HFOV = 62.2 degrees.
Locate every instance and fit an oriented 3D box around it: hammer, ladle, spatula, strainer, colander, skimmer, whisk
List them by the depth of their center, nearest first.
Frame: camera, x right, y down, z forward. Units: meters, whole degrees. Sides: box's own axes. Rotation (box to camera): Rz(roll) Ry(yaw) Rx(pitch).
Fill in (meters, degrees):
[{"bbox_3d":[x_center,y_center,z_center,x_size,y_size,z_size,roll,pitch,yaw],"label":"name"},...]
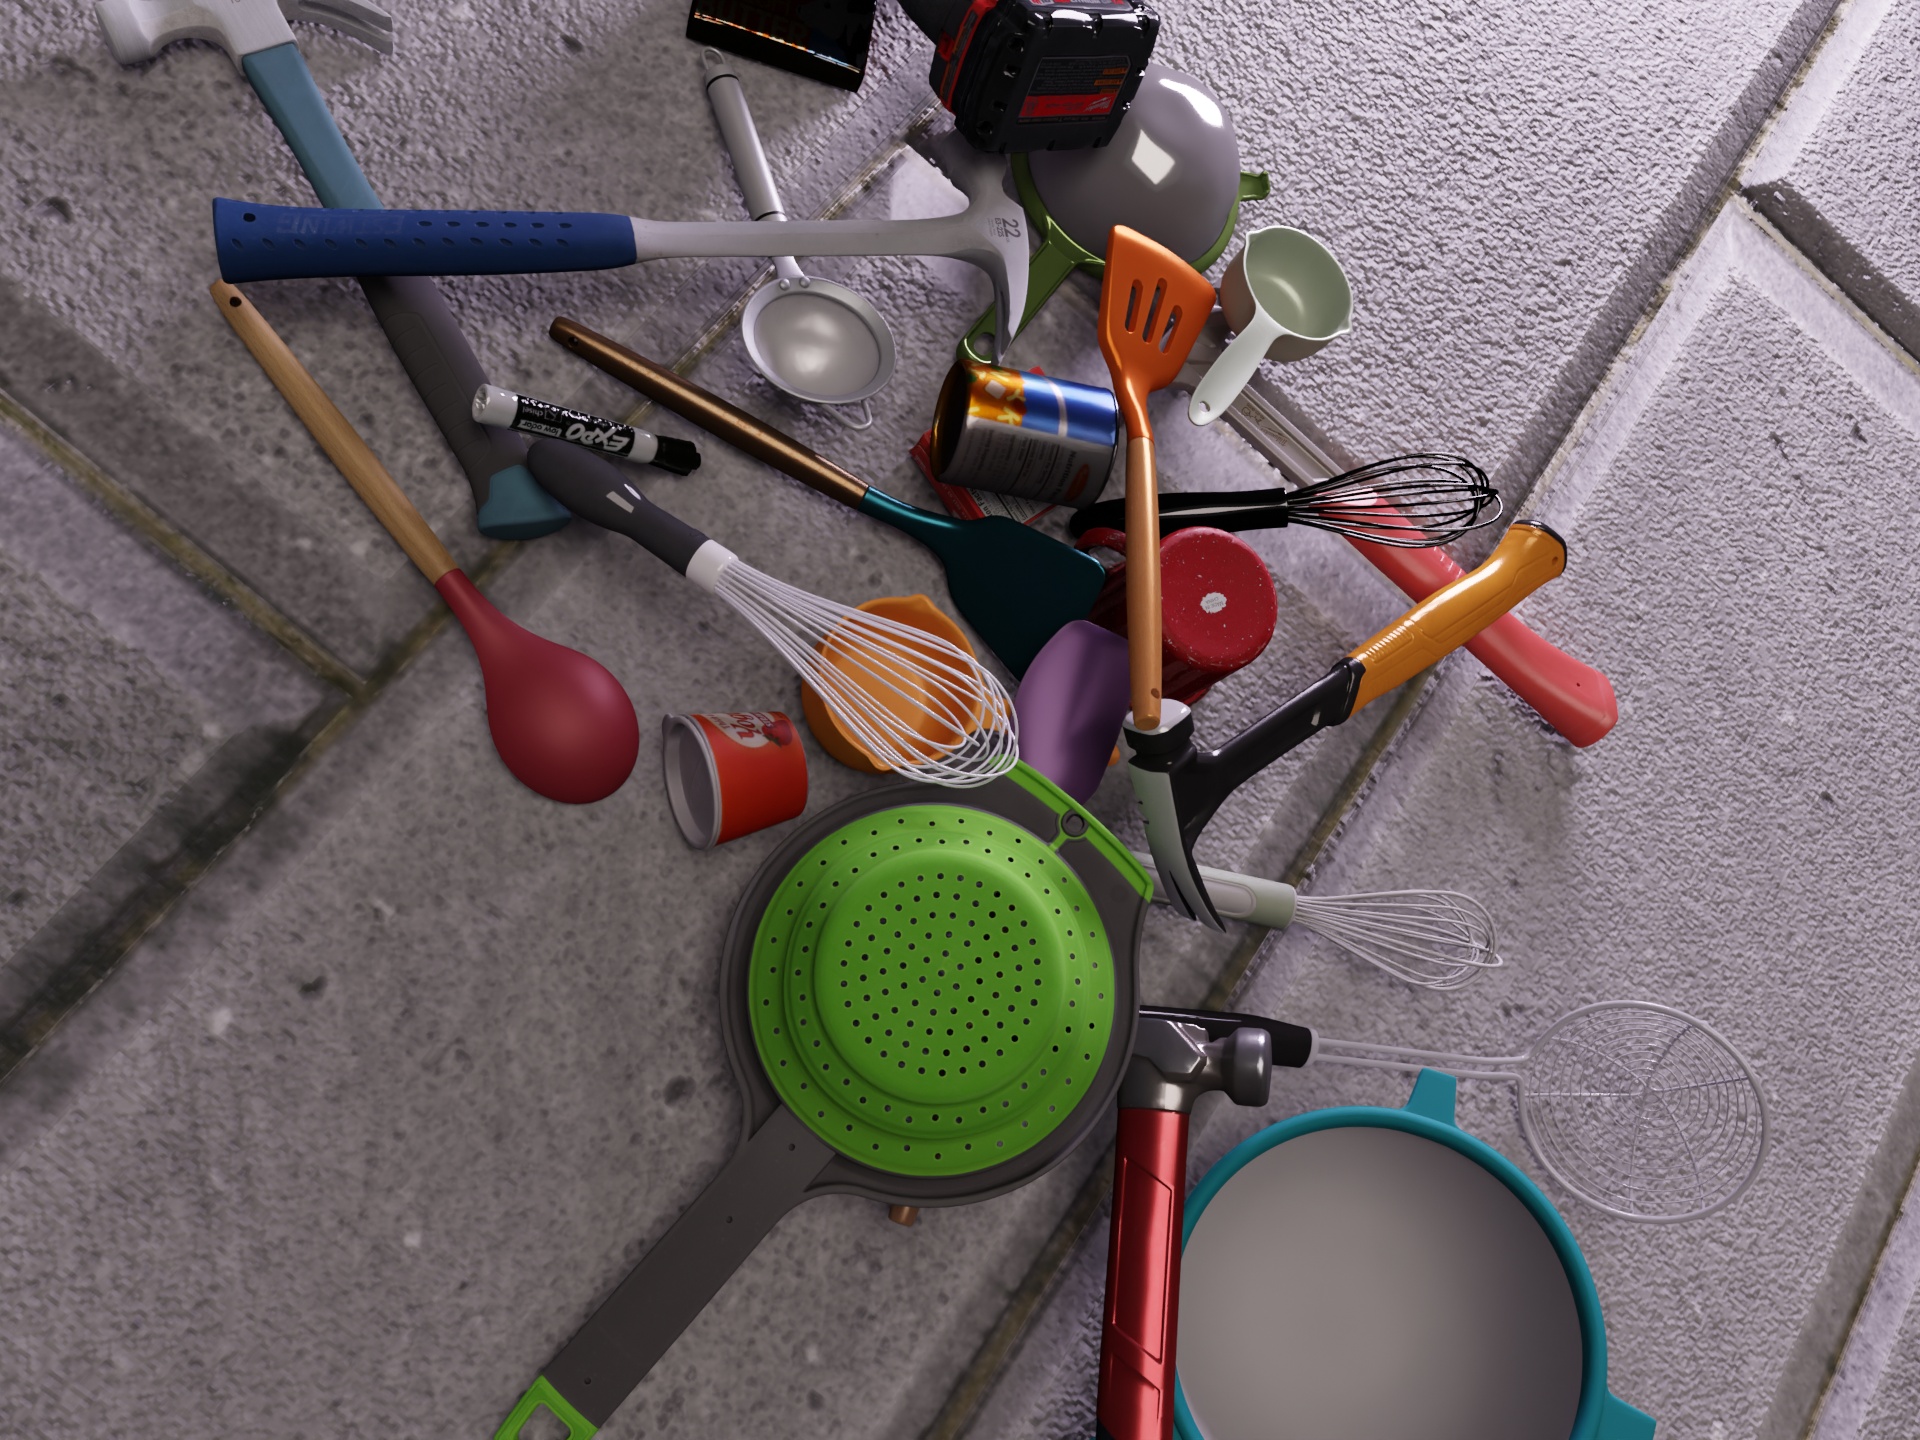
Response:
[{"bbox_3d":[-0.065,0.179,0.714,0.204,0.094,0.397,41,77,6],"label":"colander"},{"bbox_3d":[0.064,0.331,0.731,0.143,0.038,0.387,1,69,14],"label":"hammer"},{"bbox_3d":[-0.092,-0.056,0.764,0.284,0.070,0.070,34,68,8],"label":"whisk"},{"bbox_3d":[-0.267,-0.091,0.780,0.069,0.031,0.315,-38,89,-23],"label":"ladle"},{"bbox_3d":[0.145,0.333,0.790,0.340,0.095,0.211,-26,68,-2],"label":"strainer"},{"bbox_3d":[-0.295,-0.235,0.801,0.128,0.033,0.331,-29,88,-22],"label":"hammer"},{"bbox_3d":[0.021,0.097,0.801,0.059,0.018,0.316,22,78,-12],"label":"spatula"},{"bbox_3d":[-0.154,-0.239,0.805,0.405,0.035,0.144,-6,70,-19],"label":"hammer"},{"bbox_3d":[0.101,-0.132,0.837,0.081,0.041,0.323,25,49,-27],"label":"spatula"},{"bbox_3d":[-0.076,-0.128,0.842,0.317,0.082,0.044,28,28,-7],"label":"spatula"},{"bbox_3d":[0.252,0.196,0.852,0.363,0.090,0.127,10,106,-14],"label":"skimmer"},{"bbox_3d":[-0.100,-0.261,0.871,0.087,0.050,0.258,-12,76,-27],"label":"strainer"},{"bbox_3d":[0.226,-0.019,0.873,0.337,0.034,0.127,-31,119,-28],"label":"hammer"},{"bbox_3d":[0.187,0.105,0.878,0.246,0.059,0.058,13,101,-11],"label":"whisk"},{"bbox_3d":[0.180,-0.116,0.889,0.239,0.055,0.055,-4,77,7],"label":"whisk"},{"bbox_3d":[0.081,-0.300,0.925,0.151,0.069,0.256,39,66,-6],"label":"strainer"},{"bbox_3d":[0.249,-0.104,0.954,0.359,0.036,0.149,41,68,-5],"label":"hammer"}]

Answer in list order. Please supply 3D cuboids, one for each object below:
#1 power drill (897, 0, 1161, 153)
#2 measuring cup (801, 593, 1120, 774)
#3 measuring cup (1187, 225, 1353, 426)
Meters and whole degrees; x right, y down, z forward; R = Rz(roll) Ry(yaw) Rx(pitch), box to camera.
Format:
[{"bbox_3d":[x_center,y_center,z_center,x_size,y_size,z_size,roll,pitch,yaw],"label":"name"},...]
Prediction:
[{"bbox_3d":[0.003,-0.414,0.892,0.143,0.078,0.220,-19,60,-38],"label":"power drill"},{"bbox_3d":[-0.001,-0.003,0.837,0.173,0.052,0.095,19,72,-20],"label":"measuring cup"},{"bbox_3d":[0.163,-0.214,0.906,0.083,0.038,0.168,41,61,-6],"label":"measuring cup"}]
